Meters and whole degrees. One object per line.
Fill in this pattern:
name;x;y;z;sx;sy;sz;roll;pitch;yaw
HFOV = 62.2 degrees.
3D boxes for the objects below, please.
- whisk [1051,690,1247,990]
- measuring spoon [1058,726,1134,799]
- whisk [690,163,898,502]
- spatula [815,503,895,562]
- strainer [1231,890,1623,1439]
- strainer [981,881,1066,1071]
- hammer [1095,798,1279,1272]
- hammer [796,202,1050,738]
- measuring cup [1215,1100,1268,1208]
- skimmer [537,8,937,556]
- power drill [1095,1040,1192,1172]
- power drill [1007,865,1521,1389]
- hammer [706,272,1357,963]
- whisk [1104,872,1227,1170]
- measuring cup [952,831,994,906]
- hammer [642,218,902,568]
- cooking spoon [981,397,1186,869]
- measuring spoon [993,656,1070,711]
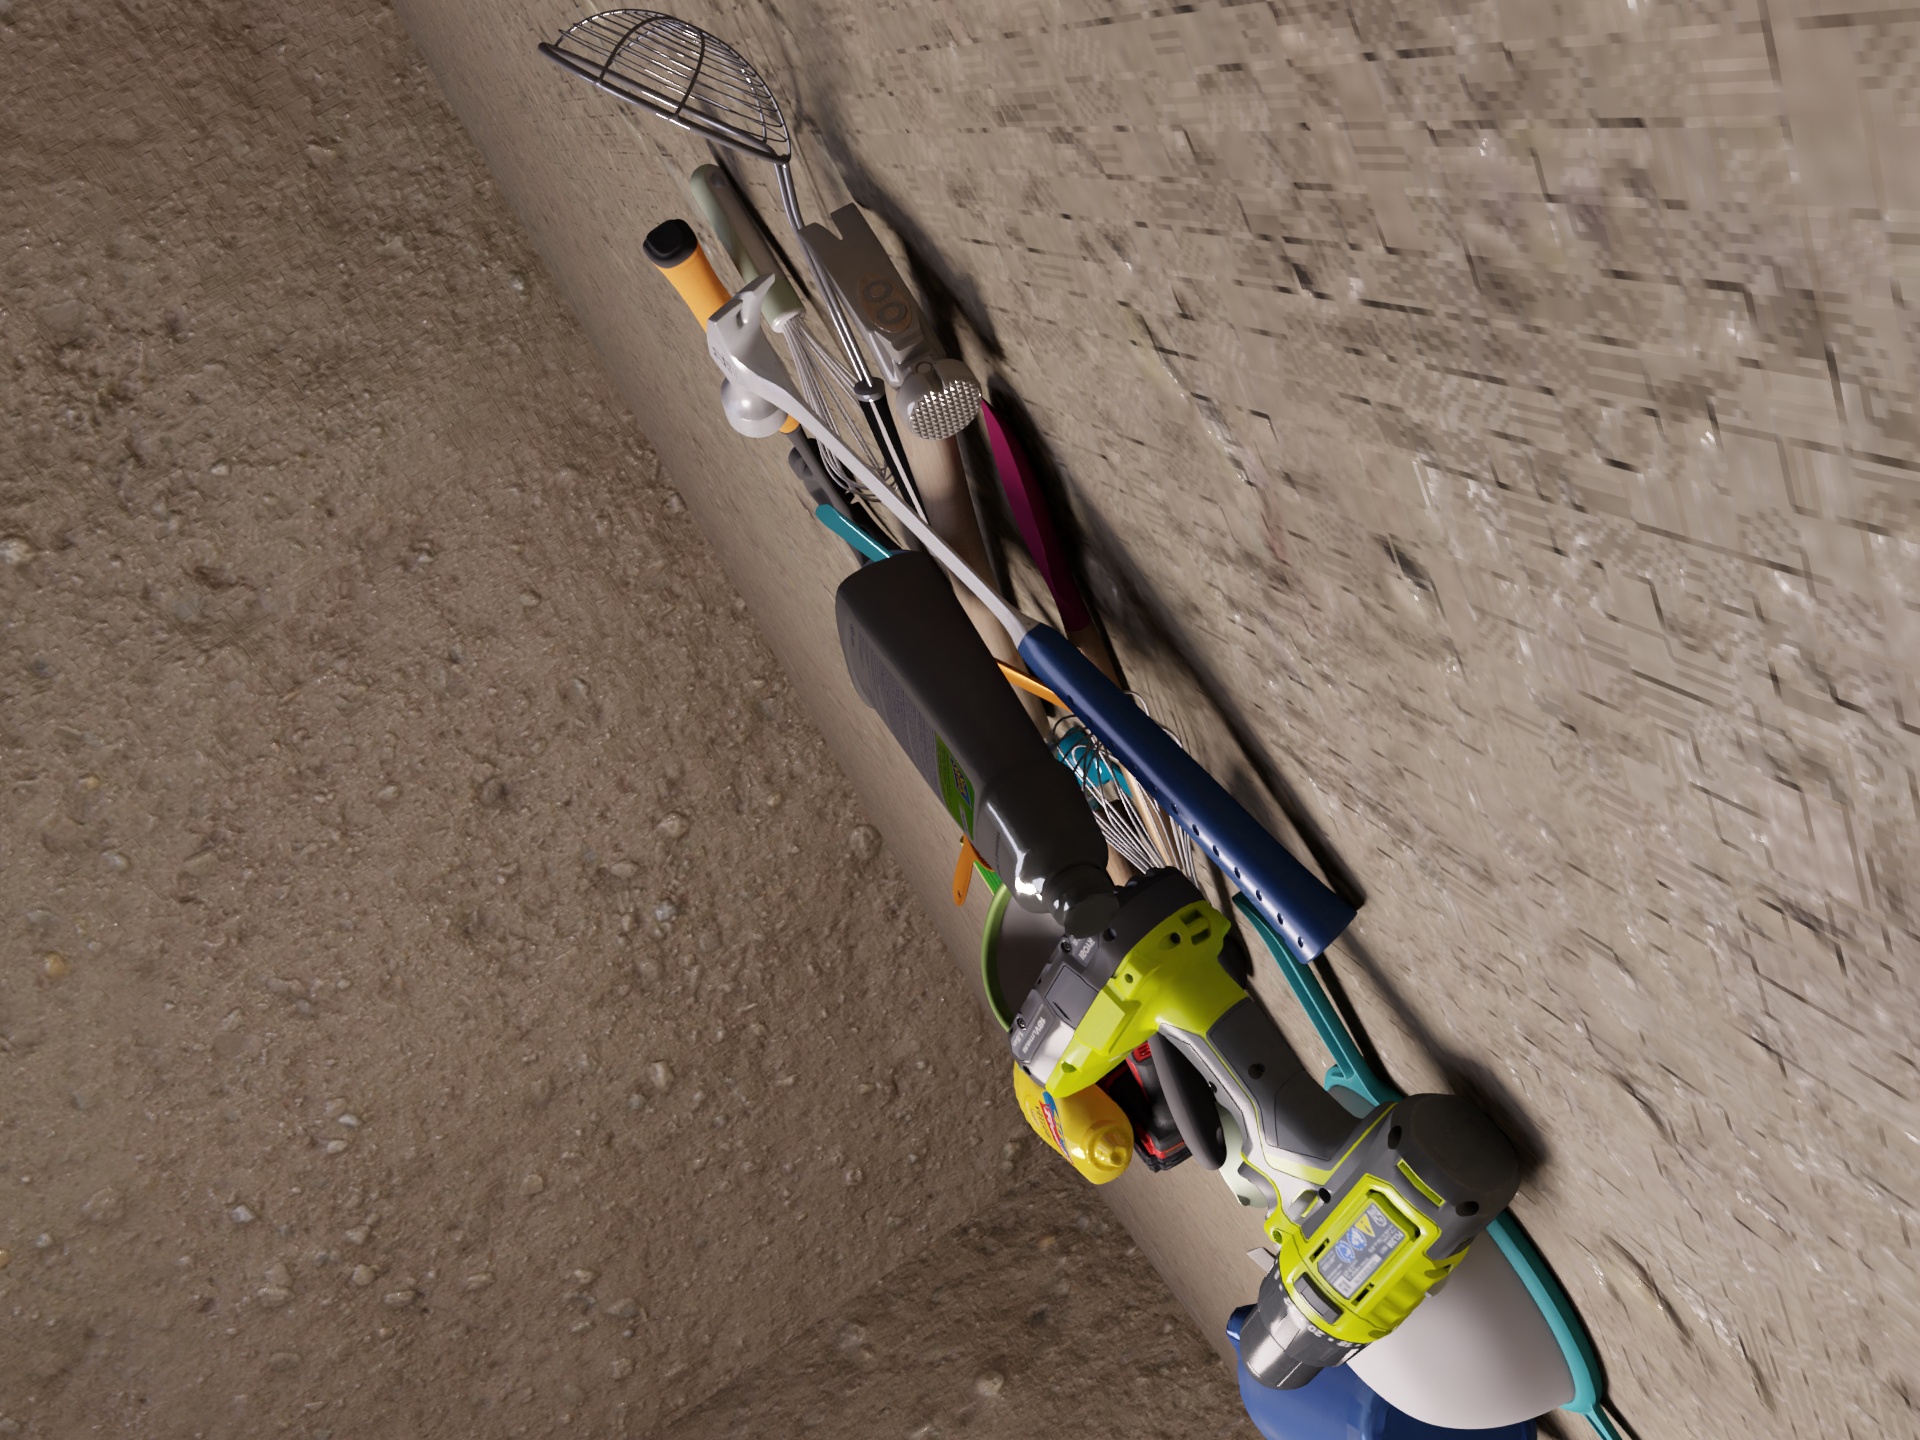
whisk;0.118;0.082;0.875;0.070;0.070;0.284;50;174;44
measuring spoon;0.090;0.040;0.971;0.042;0.021;0.129;62;170;-27
whisk;-0.103;-0.244;0.994;0.059;0.058;0.246;-36;82;47
spatula;-0.002;-0.003;1.024;0.317;0.044;0.082;64;171;-8
strainer;0.200;0.245;0.836;0.340;0.095;0.211;58;172;-15
strainer;0.070;0.141;1.262;0.069;0.151;0.257;11;-139;-36
hammer;0.162;0.203;0.990;0.130;0.031;0.331;-19;-99;-61
hammer;-0.002;-0.105;0.909;0.146;0.038;0.410;61;176;30
measuring cup;0.235;0.309;1.072;0.167;0.038;0.083;41;-143;-20
skimmer;-0.097;-0.215;0.865;0.127;0.090;0.362;48;168;49
power drill;0.144;0.267;1.333;0.143;0.078;0.219;49;165;46
power drill;0.133;0.202;0.776;0.229;0.080;0.190;44;130;25
hammer;0.024;-0.047;0.732;0.405;0.035;0.144;45;170;9
whisk;0.122;0.176;1.032;0.055;0.055;0.239;74;177;-62
measuring cup;0.031;0.092;1.236;0.173;0.052;0.095;105;145;-51
hammer;-0.128;-0.220;1.087;0.127;0.034;0.336;54;180;26
cooking spoon;0.070;-0.032;0.833;0.069;0.017;0.318;-115;0;-54
measuring spoon;0.047;-0.013;0.910;0.117;0.011;0.021;29;164;18
